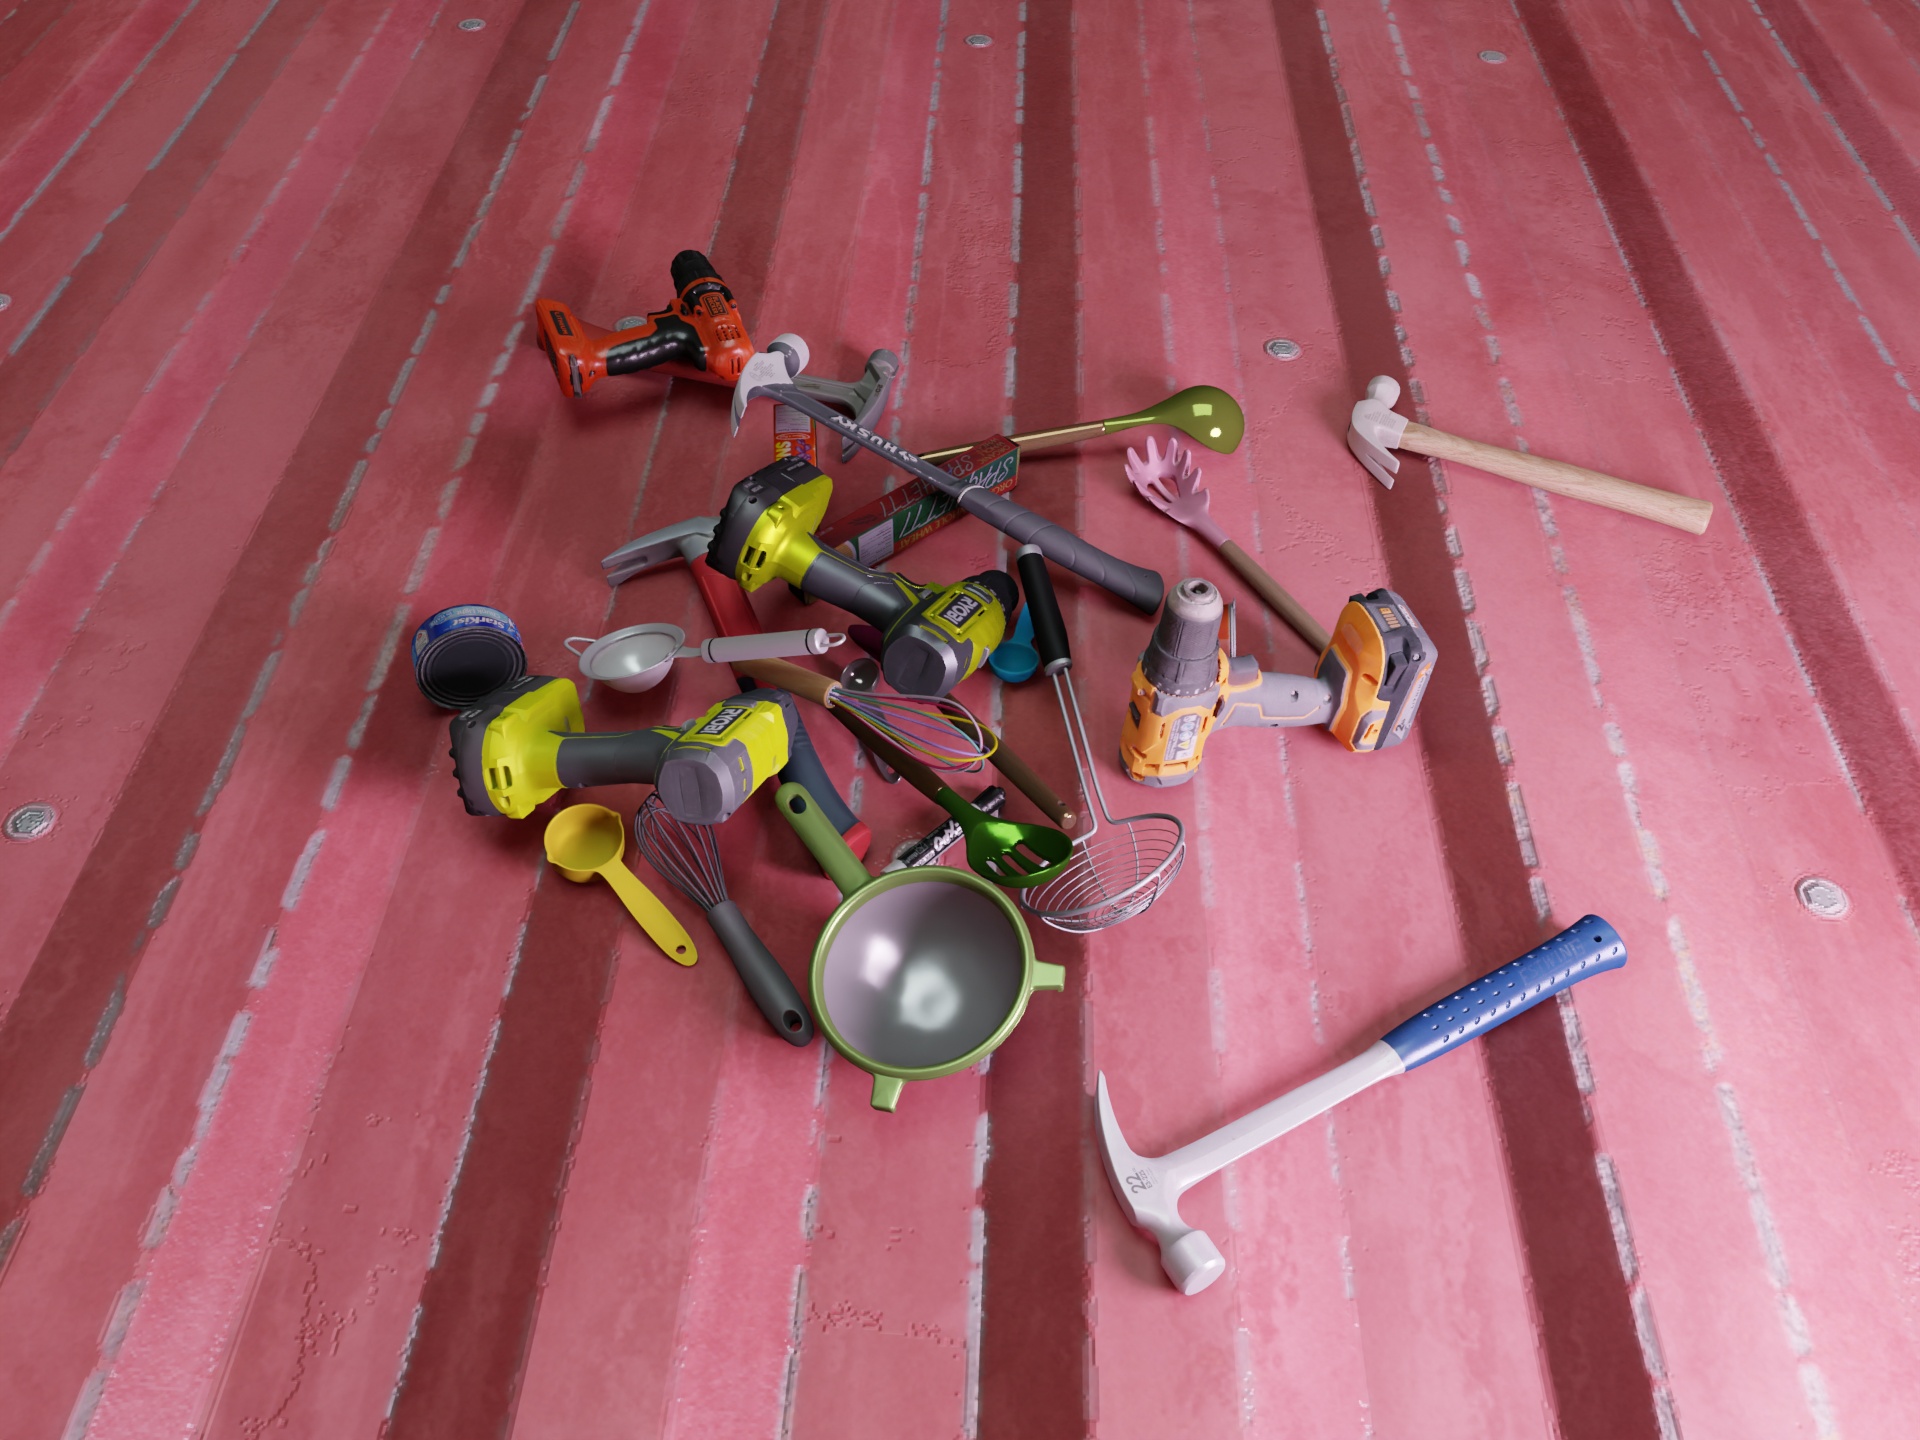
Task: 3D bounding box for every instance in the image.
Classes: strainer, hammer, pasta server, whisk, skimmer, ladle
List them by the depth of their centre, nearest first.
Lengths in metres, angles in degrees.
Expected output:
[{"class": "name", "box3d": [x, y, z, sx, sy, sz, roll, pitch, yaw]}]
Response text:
[{"class": "hammer", "box3d": [0.273, 0.222, 1.054, 0.405, 0.035, 0.144, -22, 52, -20]}, {"class": "strainer", "box3d": [-0.051, 0.144, 1.091, 0.151, 0.069, 0.257, -34, 57, -11]}, {"class": "whisk", "box3d": [-0.166, 0.135, 1.122, 0.055, 0.055, 0.239, -25, 57, -22]}, {"class": "whisk", "box3d": [-0.075, -0.013, 1.189, 0.245, 0.051, 0.047, 21, 66, 30]}, {"class": "skimmer", "box3d": [0.077, -0.004, 1.192, 0.127, 0.090, 0.364, -23, 56, 15]}, {"class": "strainer", "box3d": [-0.198, -0.051, 1.225, 0.258, 0.050, 0.087, -3, 32, 29]}, {"class": "hammer", "box3d": [-0.172, -0.024, 1.264, 0.143, 0.038, 0.387, -21, 53, -9]}, {"class": "hammer", "box3d": [-0.009, -0.199, 1.351, 0.409, 0.036, 0.149, 29, 38, 1]}, {"class": "pasta server", "box3d": [0.246, -0.140, 1.379, 0.060, 0.040, 0.317, -31, 55, -10]}, {"class": "hammer", "box3d": [0.521, -0.232, 1.471, 0.331, 0.031, 0.130, 20, 50, 16]}, {"class": "ladle", "box3d": [0.109, -0.260, 1.491, 0.320, 0.062, 0.078, -11, 46, -1]}, {"class": "hammer", "box3d": [-0.248, -0.339, 1.553, 0.359, 0.036, 0.149, 13, 49, 10]}]

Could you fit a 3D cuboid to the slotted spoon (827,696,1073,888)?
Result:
[{"class": "slotted spoon", "box3d": [-0.025, 0.043, 1.174, 0.070, 0.031, 0.314, -24, 38, -25]}]

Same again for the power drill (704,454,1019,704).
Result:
[{"class": "power drill", "box3d": [-0.067, -0.116, 1.265, 0.228, 0.080, 0.190, 31, 31, 7]}]

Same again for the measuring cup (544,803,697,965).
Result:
[{"class": "measuring cup", "box3d": [-0.241, 0.125, 1.148, 0.062, 0.029, 0.157, -35, 69, -27]}]

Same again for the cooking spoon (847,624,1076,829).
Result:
[{"class": "cooking spoon", "box3d": [-0.002, -0.004, 1.215, 0.068, 0.017, 0.319, 4, 26, -35]}]

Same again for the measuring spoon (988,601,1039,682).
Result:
[{"class": "measuring spoon", "box3d": [0.055, -0.070, 1.331, 0.042, 0.021, 0.129, 13, 40, 11]}]

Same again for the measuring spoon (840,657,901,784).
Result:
[{"class": "measuring spoon", "box3d": [-0.066, 0.003, 1.263, 0.034, 0.018, 0.124, -27, 56, 9]}]

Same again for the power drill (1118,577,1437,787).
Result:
[{"class": "power drill", "box3d": [0.236, -0.041, 1.194, 0.226, 0.185, 0.084, -9, 47, -13]}]

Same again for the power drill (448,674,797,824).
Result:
[{"class": "power drill", "box3d": [-0.237, 0.017, 1.157, 0.223, 0.080, 0.171, 1, 21, 16]}]
